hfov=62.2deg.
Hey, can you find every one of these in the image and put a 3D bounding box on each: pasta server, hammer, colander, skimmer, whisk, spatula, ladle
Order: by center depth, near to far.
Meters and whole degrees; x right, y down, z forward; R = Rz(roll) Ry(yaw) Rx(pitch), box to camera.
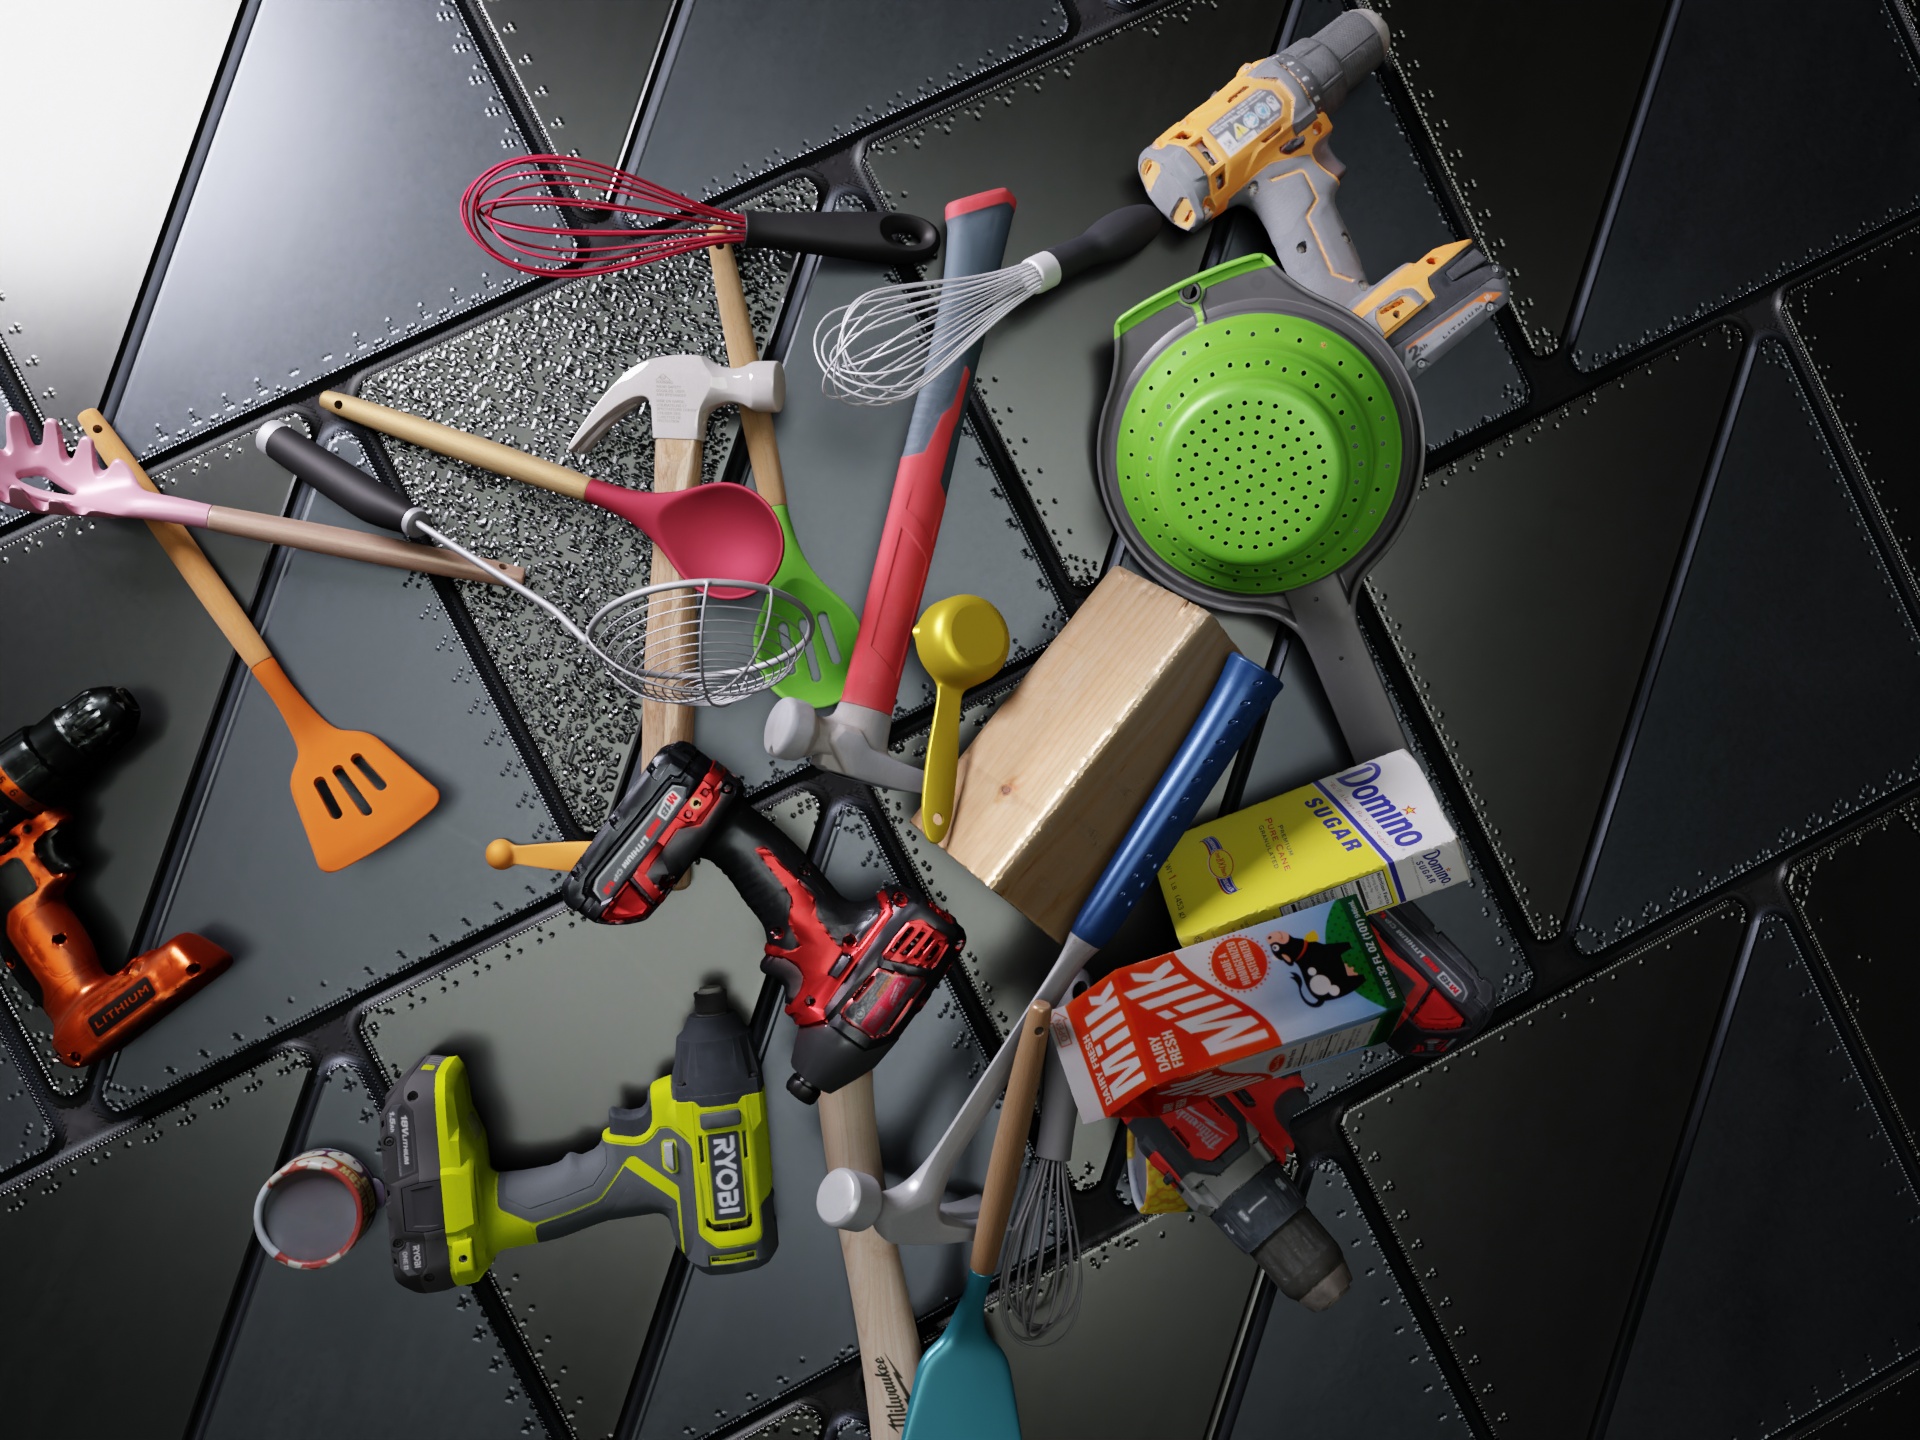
[{"bbox_3d":[-0.258,-0.111,0.944,0.363,0.127,0.090,30,74,15],"label":"skimmer"},{"bbox_3d":[0.022,0.313,0.951,0.082,0.044,0.317,5,109,-14],"label":"spatula"},{"bbox_3d":[0.072,0.142,0.954,0.144,0.035,0.405,31,93,-44],"label":"hammer"},{"bbox_3d":[-0.423,-0.122,0.957,0.316,0.040,0.060,11,49,-13],"label":"pasta server"},{"bbox_3d":[-0.249,-0.147,0.966,0.315,0.031,0.069,20,96,8],"label":"ladle"},{"bbox_3d":[-0.440,-0.056,0.968,0.081,0.041,0.322,-35,92,-17],"label":"spatula"},{"bbox_3d":[0.026,-0.263,0.971,0.284,0.070,0.070,-33,93,-29],"label":"whisk"},{"bbox_3d":[-0.153,-0.304,0.977,0.295,0.073,0.073,-2,90,-19],"label":"whisk"},{"bbox_3d":[0.213,-0.084,0.984,0.204,0.094,0.397,-22,102,19],"label":"colander"},{"bbox_3d":[-0.182,-0.060,0.991,0.130,0.031,0.331,3,93,8],"label":"hammer"},{"bbox_3d":[-0.011,-0.147,1.005,0.143,0.038,0.386,18,82,-31],"label":"hammer"},{"bbox_3d":[-0.068,0.328,1.008,0.146,0.038,0.410,-9,90,-5],"label":"hammer"},{"bbox_3d":[0.063,0.278,1.017,0.055,0.055,0.239,9,84,-6],"label":"whisk"}]

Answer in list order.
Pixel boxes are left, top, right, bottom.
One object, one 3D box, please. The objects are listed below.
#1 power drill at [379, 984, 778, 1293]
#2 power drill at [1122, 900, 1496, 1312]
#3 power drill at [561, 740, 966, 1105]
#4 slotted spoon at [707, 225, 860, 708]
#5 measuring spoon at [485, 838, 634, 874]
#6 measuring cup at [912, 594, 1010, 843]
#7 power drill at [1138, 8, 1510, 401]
[{"bbox_3d":[-0.230,0.258,0.973,0.223,0.080,0.171,-5,91,-10],"label":"power drill"},{"bbox_3d":[0.221,0.223,0.970,0.227,0.080,0.188,-35,69,-17],"label":"power drill"},{"bbox_3d":[-0.120,0.123,0.950,0.219,0.078,0.143,36,88,-8],"label":"power drill"},{"bbox_3d":[-0.121,-0.161,1.010,0.070,0.031,0.314,-12,89,-6],"label":"slotted spoon"},{"bbox_3d":[-0.241,0.085,0.987,0.117,0.011,0.021,1,94,10],"label":"measuring spoon"},{"bbox_3d":[-0.002,-0.003,0.956,0.062,0.029,0.157,17,68,-28],"label":"measuring cup"},{"bbox_3d":[0.252,-0.332,1.025,0.185,0.084,0.226,-40,89,-6],"label":"power drill"}]
